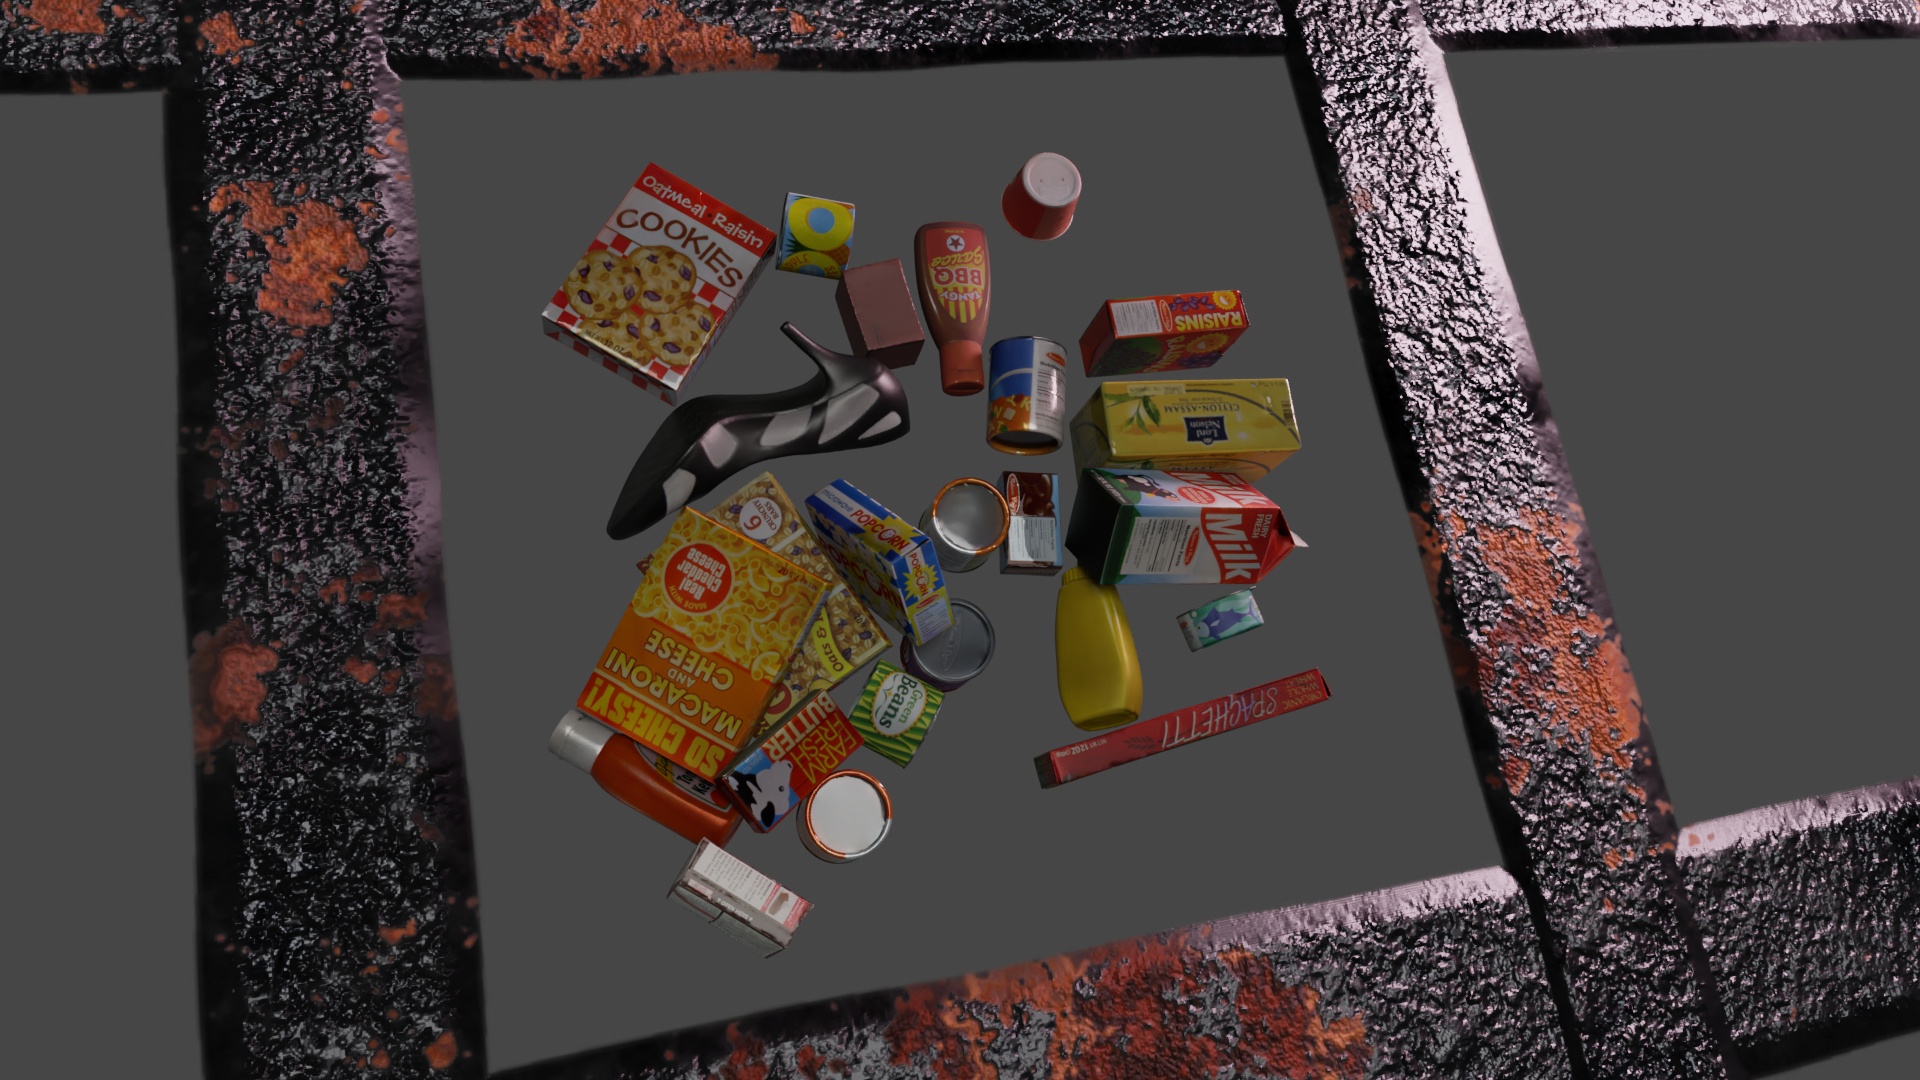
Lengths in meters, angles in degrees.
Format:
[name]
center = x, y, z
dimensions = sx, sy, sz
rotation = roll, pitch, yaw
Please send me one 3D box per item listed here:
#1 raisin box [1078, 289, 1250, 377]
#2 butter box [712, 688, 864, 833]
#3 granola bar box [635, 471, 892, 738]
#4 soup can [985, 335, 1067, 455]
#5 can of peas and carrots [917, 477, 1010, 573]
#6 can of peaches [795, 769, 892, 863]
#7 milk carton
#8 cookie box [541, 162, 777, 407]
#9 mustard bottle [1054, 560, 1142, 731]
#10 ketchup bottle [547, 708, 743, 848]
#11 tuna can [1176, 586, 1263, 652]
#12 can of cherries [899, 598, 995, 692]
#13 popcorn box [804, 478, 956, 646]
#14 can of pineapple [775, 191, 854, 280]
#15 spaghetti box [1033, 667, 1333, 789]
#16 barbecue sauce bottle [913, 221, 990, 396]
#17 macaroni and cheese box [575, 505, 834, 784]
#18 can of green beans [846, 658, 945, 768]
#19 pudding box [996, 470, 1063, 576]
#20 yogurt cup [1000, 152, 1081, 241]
[raisin box]
center = 0.175, -0.179, 1.205
dimensions = 0.123, 0.086, 0.040
rotation = -7, 74, -15
[butter box]
center = -0.123, 0.158, 1.007
dimensions = 0.104, 0.024, 0.053
rotation = -41, 103, -29
[granola bar box]
center = -0.150, 0.049, 1.065
dimensions = 0.124, 0.039, 0.165
rotation = -36, 84, 0
[soup can]
center = 0.053, -0.120, 1.172
dimensions = 0.071, 0.071, 0.084
rotation = 7, 73, -11
[can of peas and carrots]
center = 0.004, -0.014, 1.130
dimensions = 0.071, 0.058, 0.071
rotation = 4, 73, -12
[can of peaches]
center = -0.089, 0.206, 1.042
dimensions = 0.071, 0.058, 0.071
rotation = 4, 73, -12
[milk carton]
center = 0.190, -0.011, 1.139
dimensions = 0.191, 0.072, 0.073
rotation = 1, 116, -24
[cookie box]
center = -0.245, -0.212, 1.142
dimensions = 0.123, 0.040, 0.168
rotation = 29, 69, -3
[mustard bottle]
center = 0.108, 0.072, 1.127
dimensions = 0.065, 0.048, 0.161
rotation = -15, 62, 20
[ketchup bottle]
center = -0.229, 0.175, 1.018
dimensions = 0.149, 0.065, 0.043
rotation = 28, 98, 3
[tuna can]
center = 0.218, 0.065, 1.151
dimensions = 0.071, 0.071, 0.033
rotation = -19, 80, -18
[can of cherries]
center = -0.013, 0.082, 1.097
dimensions = 0.071, 0.058, 0.071
rotation = 3, 74, -12
[popcorn box]
center = -0.062, 0.015, 1.059
dimensions = 0.038, 0.084, 0.127
rotation = -33, 40, -22
[can of pineapple]
center = -0.123, -0.254, 1.169
dimensions = 0.058, 0.070, 0.071
rotation = 8, 72, -11
[spaghetti box]
center = 0.181, 0.152, 1.126
dimensions = 0.251, 0.050, 0.029
rotation = -15, 79, -17
[barbecue sauce bottle]
center = -0.004, -0.198, 1.192
dimensions = 0.065, 0.043, 0.149
rotation = -1, 74, -13
[macaroni and cheese box]
center = -0.187, 0.077, 1.025
dimensions = 0.124, 0.040, 0.166
rotation = 28, 89, 7
[can of green beans]
center = -0.052, 0.133, 1.068
dimensions = 0.058, 0.071, 0.071
rotation = 29, 70, -3
[pudding box]
center = 0.058, -0.014, 1.158
dimensions = 0.050, 0.030, 0.084
rotation = 1, 73, -12
[yogurt cup]
center = 0.074, -0.309, 1.238
dimensions = 0.072, 0.053, 0.072
rotation = 3, 74, -12
